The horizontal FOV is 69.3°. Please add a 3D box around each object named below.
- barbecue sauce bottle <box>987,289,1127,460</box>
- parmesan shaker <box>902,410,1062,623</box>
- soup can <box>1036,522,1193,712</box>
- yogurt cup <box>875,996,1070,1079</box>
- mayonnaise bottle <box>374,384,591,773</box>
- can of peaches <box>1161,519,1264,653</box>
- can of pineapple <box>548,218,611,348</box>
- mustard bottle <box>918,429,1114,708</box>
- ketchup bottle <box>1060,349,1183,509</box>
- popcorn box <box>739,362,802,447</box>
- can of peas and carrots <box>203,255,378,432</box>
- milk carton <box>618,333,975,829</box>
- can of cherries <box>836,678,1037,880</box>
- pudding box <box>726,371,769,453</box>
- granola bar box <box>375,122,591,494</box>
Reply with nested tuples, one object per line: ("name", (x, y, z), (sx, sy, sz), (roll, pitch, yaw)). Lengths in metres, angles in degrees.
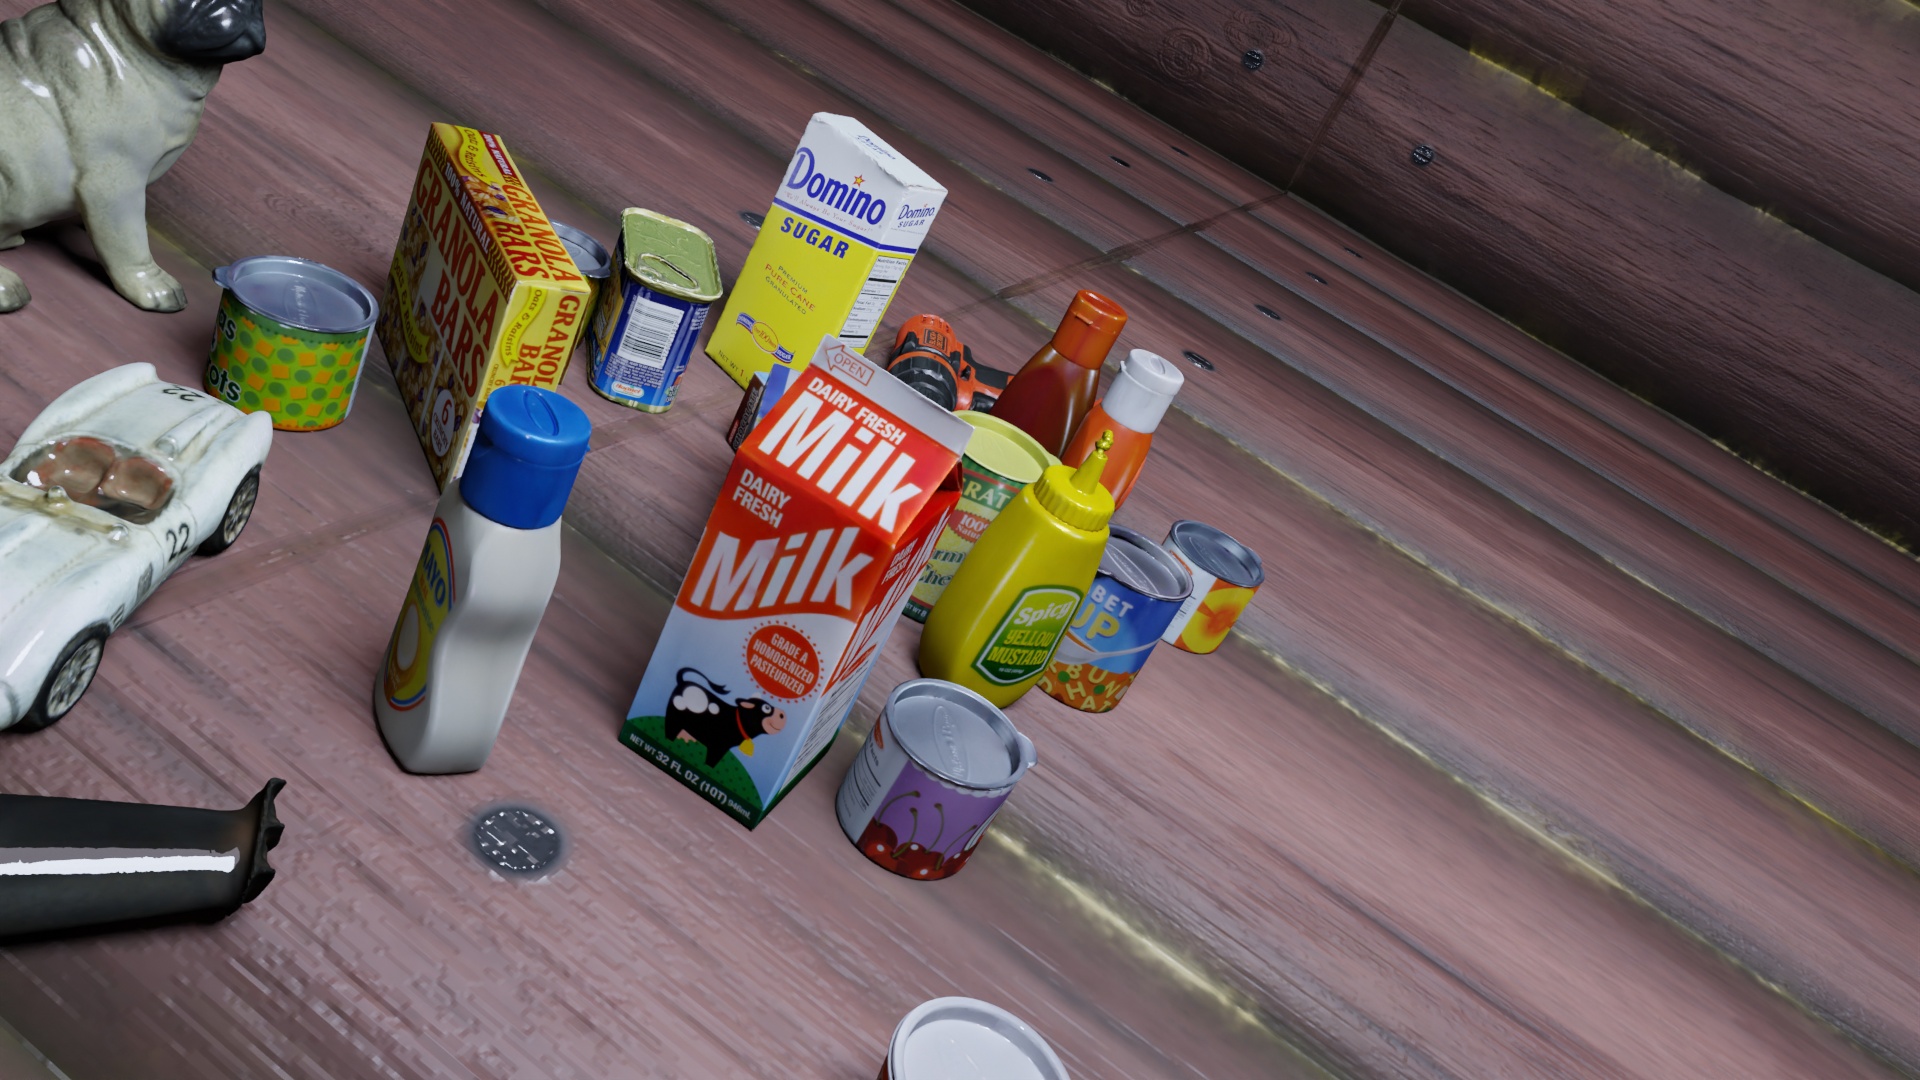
("barbecue sauce bottle", (0.058, -0.090, 0.901), (0.065, 0.147, 0.044), (38, 28, 18))
("parmesan shaker", (0.003, -0.010, 0.760), (0.071, 0.102, 0.071), (22, 27, -12))
("soup can", (0.076, 0.042, 0.759), (0.071, 0.083, 0.072), (22, 27, -12))
("yogurt cup", (-0.002, 0.194, 0.456), (0.072, 0.053, 0.073), (22, 27, -12))
("mayonnaise bottle", (-0.174, 0.014, 0.506), (0.041, 0.147, 0.065), (5, 35, -39))
("can of peaches", (0.151, 0.030, 0.879), (0.071, 0.057, 0.071), (22, 27, -12))
("can of pineapple", (-0.247, -0.151, 0.822), (0.071, 0.057, 0.071), (22, 27, -12))
("mustard bottle", (0.036, 0.013, 0.688), (0.065, 0.159, 0.049), (6, 34, -37))
("ketchup bottle", (0.084, -0.046, 0.847), (0.043, 0.148, 0.065), (23, 27, -11))
("popcorn box", (-0.100, -0.026, 0.713), (0.038, 0.084, 0.127), (22, 27, -12))
("can of peas and carrots", (-0.318, -0.093, 0.655), (0.071, 0.058, 0.071), (22, 27, -12))
("milk carton", (-0.062, 0.015, 0.561), (0.072, 0.189, 0.074), (33, 27, 8))
("can of cherries", (-0.011, 0.104, 0.600), (0.071, 0.058, 0.072), (22, 27, -12))
("pudding box", (-0.093, -0.071, 0.836), (0.084, 0.049, 0.030), (1, 38, -42))
("granola bar box", (-0.242, -0.115, 0.692), (0.039, 0.123, 0.166), (4, 35, -39))
